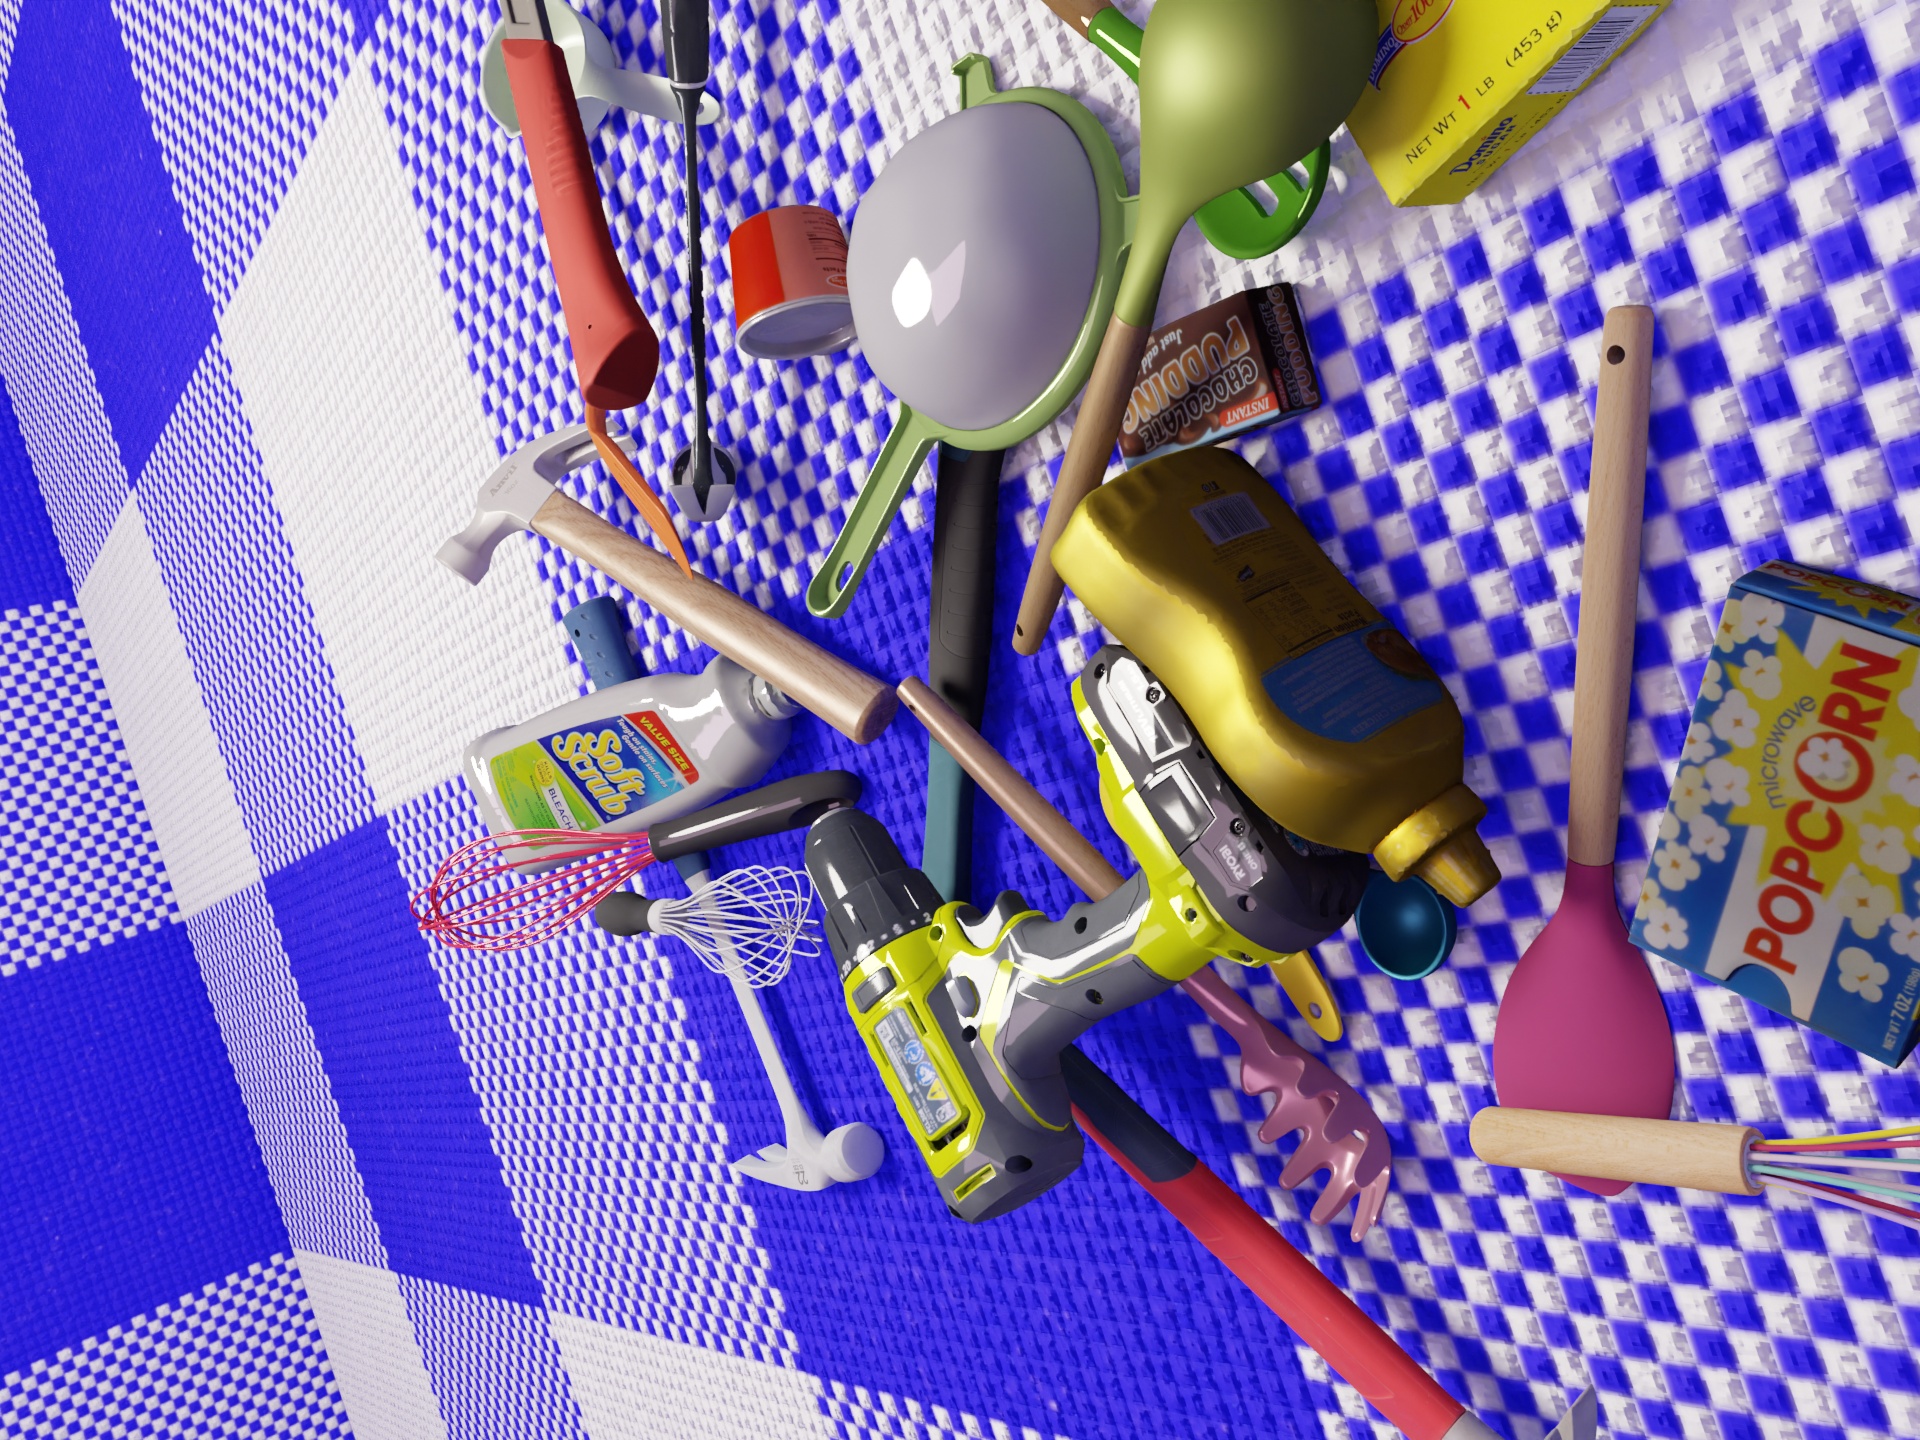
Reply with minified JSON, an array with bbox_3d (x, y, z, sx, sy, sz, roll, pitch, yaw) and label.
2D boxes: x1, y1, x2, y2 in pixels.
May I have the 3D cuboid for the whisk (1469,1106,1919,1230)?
[{"bbox_3d":[0.268,0.143,0.493,0.245,0.051,0.047,-10,103,50],"label":"whisk"}]

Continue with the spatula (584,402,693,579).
[{"bbox_3d":[-0.200,-0.232,0.895,0.081,0.041,0.323,90,168,-72],"label":"spatula"}]

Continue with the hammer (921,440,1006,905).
[{"bbox_3d":[-0.001,-0.003,0.784,0.128,0.033,0.330,27,124,41],"label":"hammer"}]

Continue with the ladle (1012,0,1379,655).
[{"bbox_3d":[0.068,-0.133,0.592,0.078,0.062,0.320,57,151,27],"label":"ladle"}]

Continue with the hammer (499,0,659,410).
[{"bbox_3d":[-0.224,-0.319,0.834,0.149,0.036,0.359,-27,70,31],"label":"hammer"}]

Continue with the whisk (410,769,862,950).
[{"bbox_3d":[-0.192,0.076,0.924,0.296,0.073,0.073,-17,91,16],"label":"whisk"}]

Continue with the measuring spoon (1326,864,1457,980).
[{"bbox_3d":[0.152,0.052,0.635,0.129,0.021,0.042,49,130,40],"label":"measuring spoon"}]

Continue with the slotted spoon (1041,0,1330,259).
[{"bbox_3d":[0.042,-0.287,0.621,0.314,0.031,0.070,53,138,26],"label":"slotted spoon"}]

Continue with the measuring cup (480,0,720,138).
[{"bbox_3d":[-0.191,-0.346,0.877,0.168,0.038,0.083,23,98,23],"label":"measuring cup"}]

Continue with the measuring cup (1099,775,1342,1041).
[{"bbox_3d":[0.110,0.071,0.677,0.157,0.029,0.062,59,141,20],"label":"measuring cup"}]

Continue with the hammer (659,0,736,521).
[{"bbox_3d":[-0.135,-0.297,0.780,0.149,0.036,0.408,-116,24,-70],"label":"hammer"}]

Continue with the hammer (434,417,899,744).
[{"bbox_3d":[-0.163,-0.077,0.911,0.331,0.130,0.031,31,171,30],"label":"hammer"}]

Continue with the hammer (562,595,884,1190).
[{"bbox_3d":[-0.170,0.113,1.035,0.144,0.035,0.405,-32,79,51],"label":"hammer"}]

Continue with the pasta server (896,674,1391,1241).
[{"bbox_3d":[0.073,0.091,0.701,0.316,0.040,0.060,45,151,20],"label":"pasta server"}]

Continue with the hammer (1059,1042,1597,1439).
[{"bbox_3d":[0.091,0.189,0.689,0.387,0.038,0.143,39,151,30],"label":"hammer"}]

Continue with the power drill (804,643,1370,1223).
[{"bbox_3d":[0.034,0.072,0.660,0.228,0.080,0.191,-44,62,29],"label":"power drill"}]

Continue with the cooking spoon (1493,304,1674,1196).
[{"bbox_3d":[0.215,0.023,0.539,0.069,0.017,0.318,18,118,46],"label":"cooking spoon"}]

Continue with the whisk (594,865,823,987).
[{"bbox_3d":[-0.162,0.118,0.959,0.285,0.070,0.070,-7,99,57],"label":"whisk"}]

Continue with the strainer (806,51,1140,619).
[{"bbox_3d":[-0.028,-0.149,0.678,0.152,0.069,0.256,53,126,36],"label":"strainer"}]
